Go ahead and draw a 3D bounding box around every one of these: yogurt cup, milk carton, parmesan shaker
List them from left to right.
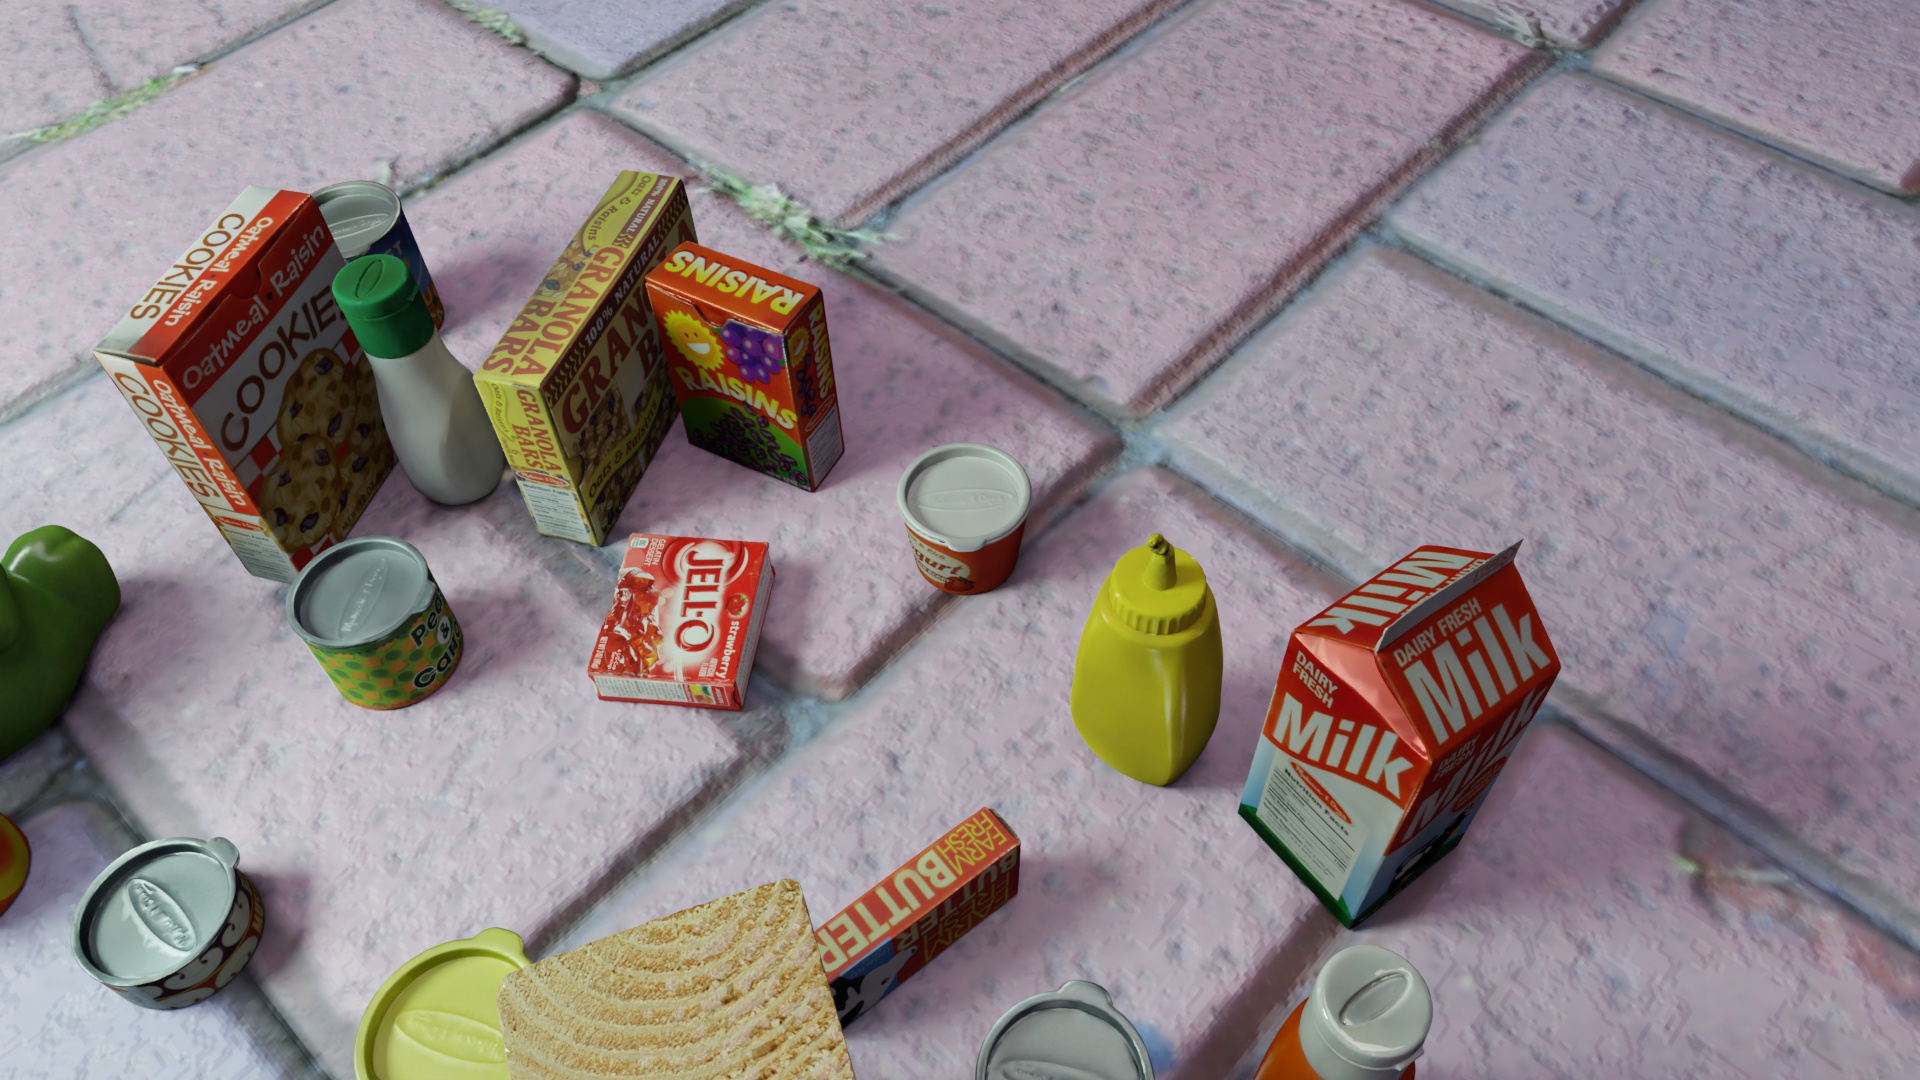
[{"bbox_3d":[-0.174,0.199,0.522,0.071,0.102,0.072,-1,52,1],"label":"parmesan shaker"},{"bbox_3d":[0.003,-0.009,0.713,0.072,0.053,0.073,-1,52,1],"label":"yogurt cup"},{"bbox_3d":[0.174,0.073,0.557,0.072,0.189,0.073,-30,57,-20],"label":"milk carton"}]

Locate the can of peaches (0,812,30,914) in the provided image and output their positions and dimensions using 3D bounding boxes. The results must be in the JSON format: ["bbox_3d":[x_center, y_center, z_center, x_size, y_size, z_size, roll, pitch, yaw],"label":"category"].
[{"bbox_3d":[-0.453,0.138,0.606,0.071,0.057,0.071,-1,52,1],"label":"can of peaches"}]

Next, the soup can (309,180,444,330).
[{"bbox_3d":[-0.351,-0.157,0.822,0.071,0.083,0.072,-1,52,1],"label":"soup can"}]

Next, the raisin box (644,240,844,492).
[{"bbox_3d":[-0.112,-0.090,0.737,0.086,0.122,0.040,23,56,19],"label":"raisin box"}]

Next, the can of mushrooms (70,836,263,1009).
[{"bbox_3d":[-0.338,0.163,0.599,0.071,0.033,0.071,-1,52,1],"label":"can of mushrooms"}]

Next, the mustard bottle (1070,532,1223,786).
[{"bbox_3d":[0.083,0.047,0.600,0.065,0.159,0.049,29,58,23],"label":"mustard bottle"}]

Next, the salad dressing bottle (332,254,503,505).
[{"bbox_3d":[-0.279,-0.081,0.719,0.044,0.146,0.064,3,52,4],"label":"salad dressing bottle"}]

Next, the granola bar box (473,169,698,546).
[{"bbox_3d":[-0.187,-0.098,0.745,0.039,0.123,0.166,12,53,11],"label":"granola bar box"}]

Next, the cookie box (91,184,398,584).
[{"bbox_3d":[-0.344,-0.075,0.703,0.040,0.166,0.123,11,53,10],"label":"cookie box"}]

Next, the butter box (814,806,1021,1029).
[{"bbox_3d":[-0.021,0.159,0.581,0.104,0.052,0.024,-33,58,-22],"label":"butter box"}]

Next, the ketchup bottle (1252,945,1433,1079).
[{"bbox_3d":[0.133,0.189,0.492,0.065,0.148,0.044,-27,56,-19],"label":"ketchup bottle"}]

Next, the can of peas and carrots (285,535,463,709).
[{"bbox_3d":[-0.282,0.041,0.679,0.071,0.058,0.071,-1,52,1],"label":"can of peas and carrots"}]

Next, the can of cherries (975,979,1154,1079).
[{"bbox_3d":[0.040,0.213,0.533,0.071,0.058,0.072,-1,52,1],"label":"can of cherries"}]
